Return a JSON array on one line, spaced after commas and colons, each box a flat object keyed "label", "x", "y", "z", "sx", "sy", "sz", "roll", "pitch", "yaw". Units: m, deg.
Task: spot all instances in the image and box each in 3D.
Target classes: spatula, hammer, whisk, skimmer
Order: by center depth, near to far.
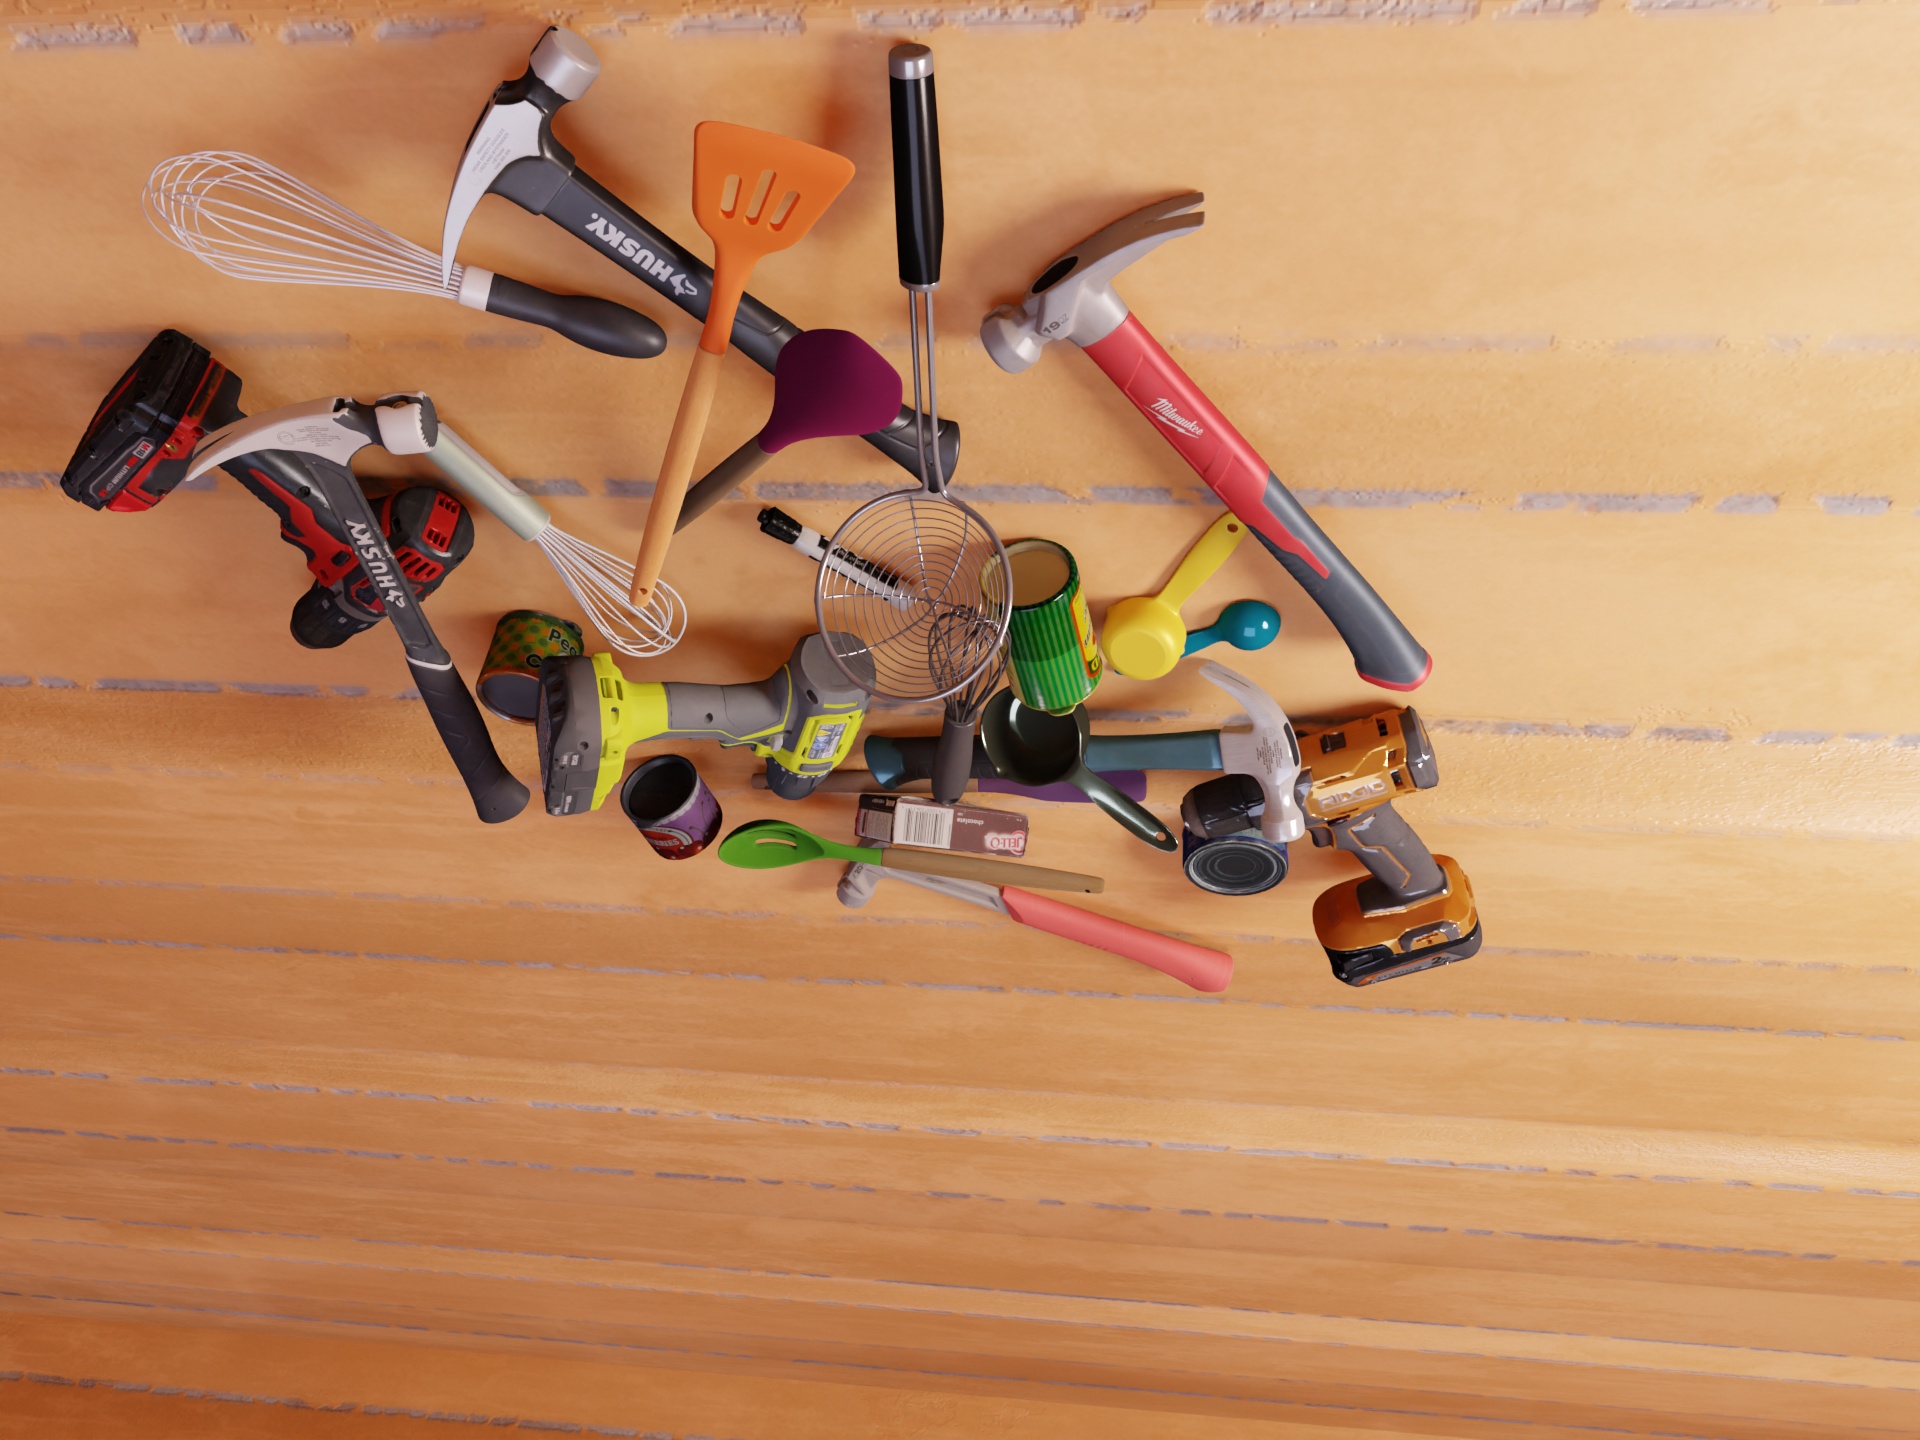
[{"label": "skimmer", "x": -0.031, "y": -0.173, "z": 0.874, "sx": 0.127, "sy": 0.090, "sz": 0.363, "roll": 16, "pitch": 135, "yaw": 18}, {"label": "spatula", "x": -0.144, "y": -0.182, "z": 0.881, "sx": 0.081, "sy": 0.041, "sz": 0.322, "roll": 10, "pitch": 131, "yaw": -19}, {"label": "whisk", "x": -0.304, "y": -0.251, "z": 0.890, "sx": 0.284, "sy": 0.070, "sz": 0.070, "roll": 14, "pitch": 142, "yaw": -17}, {"label": "hammer", "x": -0.130, "y": -0.224, "z": 0.896, "sx": 0.334, "sy": 0.035, "sz": 0.146, "roll": 31, "pitch": 121, "yaw": -32}, {"label": "hammer", "x": 0.188, "y": -0.143, "z": 0.951, "sx": 0.143, "sy": 0.038, "sz": 0.386, "roll": -26, "pitch": 129, "yaw": 34}, {"label": "whisk", "x": -0.277, "y": -0.125, "z": 1.065, "sx": 0.059, "sy": 0.058, "sz": 0.246, "roll": -43, "pitch": 124, "yaw": 4}, {"label": "hammer", "x": -0.370, "y": -0.054, "z": 1.069, "sx": 0.149, "sy": 0.036, "sz": 0.408, "roll": -4, "pitch": 142, "yaw": 1}, {"label": "whisk", "x": -0.002, "y": -0.003, "z": 1.093, "sx": 0.055, "sy": 0.055, "sz": 0.238, "roll": 8, "pitch": 147, "yaw": -1}, {"label": "hammer", "x": 0.081, "y": 0.026, "z": 1.167, "sx": 0.331, "sy": 0.033, "sz": 0.128, "roll": -2, "pitch": 104, "yaw": 24}, {"label": "spatula", "x": -0.011, "y": 0.048, "z": 1.261, "sx": 0.316, "sy": 0.018, "sz": 0.059, "roll": 0, "pitch": 144, "yaw": 8}, {"label": "hammer", "x": 0.079, "y": 0.165, "z": 1.384, "sx": 0.359, "sy": 0.037, "sz": 0.149, "roll": 19, "pitch": 141, "yaw": -14}]

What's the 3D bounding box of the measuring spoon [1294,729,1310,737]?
[{"label": "measuring spoon", "x": 0.276, "y": 0.045, "z": 1.216, "sx": 0.034, "sy": 0.018, "sz": 0.124, "roll": -13, "pitch": 132, "yaw": 23}]

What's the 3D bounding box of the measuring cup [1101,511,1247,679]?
[{"label": "measuring cup", "x": 0.144, "y": -0.081, "z": 1.050, "sx": 0.062, "sy": 0.029, "sz": 0.156, "roll": 30, "pitch": 136, "yaw": -6}]

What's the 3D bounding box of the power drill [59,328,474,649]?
[{"label": "power drill", "x": -0.462, "y": -0.135, "z": 1.056, "sx": 0.188, "sy": 0.080, "sz": 0.226, "roll": -27, "pitch": 134, "yaw": 36}]

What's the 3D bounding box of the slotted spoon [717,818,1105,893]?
[{"label": "slotted spoon", "x": -0.038, "y": 0.115, "z": 1.291, "sx": 0.313, "sy": 0.031, "sz": 0.070, "roll": 7, "pitch": 146, "yaw": -2}]

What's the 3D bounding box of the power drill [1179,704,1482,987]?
[{"label": "power drill", "x": 0.284, "y": 0.101, "z": 1.200, "sx": 0.185, "sy": 0.084, "sz": 0.226, "roll": -19, "pitch": 126, "yaw": 17}]

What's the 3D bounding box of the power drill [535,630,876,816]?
[{"label": "power drill", "x": -0.186, "y": 0.011, "z": 1.153, "sx": 0.228, "sy": 0.080, "sz": 0.190, "roll": -4, "pitch": 153, "yaw": -20}]

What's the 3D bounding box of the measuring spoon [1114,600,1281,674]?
[{"label": "measuring spoon", "x": 0.162, "y": -0.048, "z": 1.103, "sx": 0.128, "sy": 0.021, "sz": 0.042, "roll": -20, "pitch": 135, "yaw": 32}]

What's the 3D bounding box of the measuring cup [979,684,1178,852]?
[{"label": "measuring cup", "x": 0.090, "y": 0.034, "z": 1.127, "sx": 0.167, "sy": 0.038, "sz": 0.083, "roll": 38, "pitch": 117, "yaw": 6}]

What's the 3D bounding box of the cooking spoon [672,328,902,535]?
[{"label": "cooking spoon", "x": -0.123, "y": -0.155, "z": 0.937, "sx": 0.068, "sy": 0.017, "sz": 0.319, "roll": 40, "pitch": 152, "yaw": -18}]
